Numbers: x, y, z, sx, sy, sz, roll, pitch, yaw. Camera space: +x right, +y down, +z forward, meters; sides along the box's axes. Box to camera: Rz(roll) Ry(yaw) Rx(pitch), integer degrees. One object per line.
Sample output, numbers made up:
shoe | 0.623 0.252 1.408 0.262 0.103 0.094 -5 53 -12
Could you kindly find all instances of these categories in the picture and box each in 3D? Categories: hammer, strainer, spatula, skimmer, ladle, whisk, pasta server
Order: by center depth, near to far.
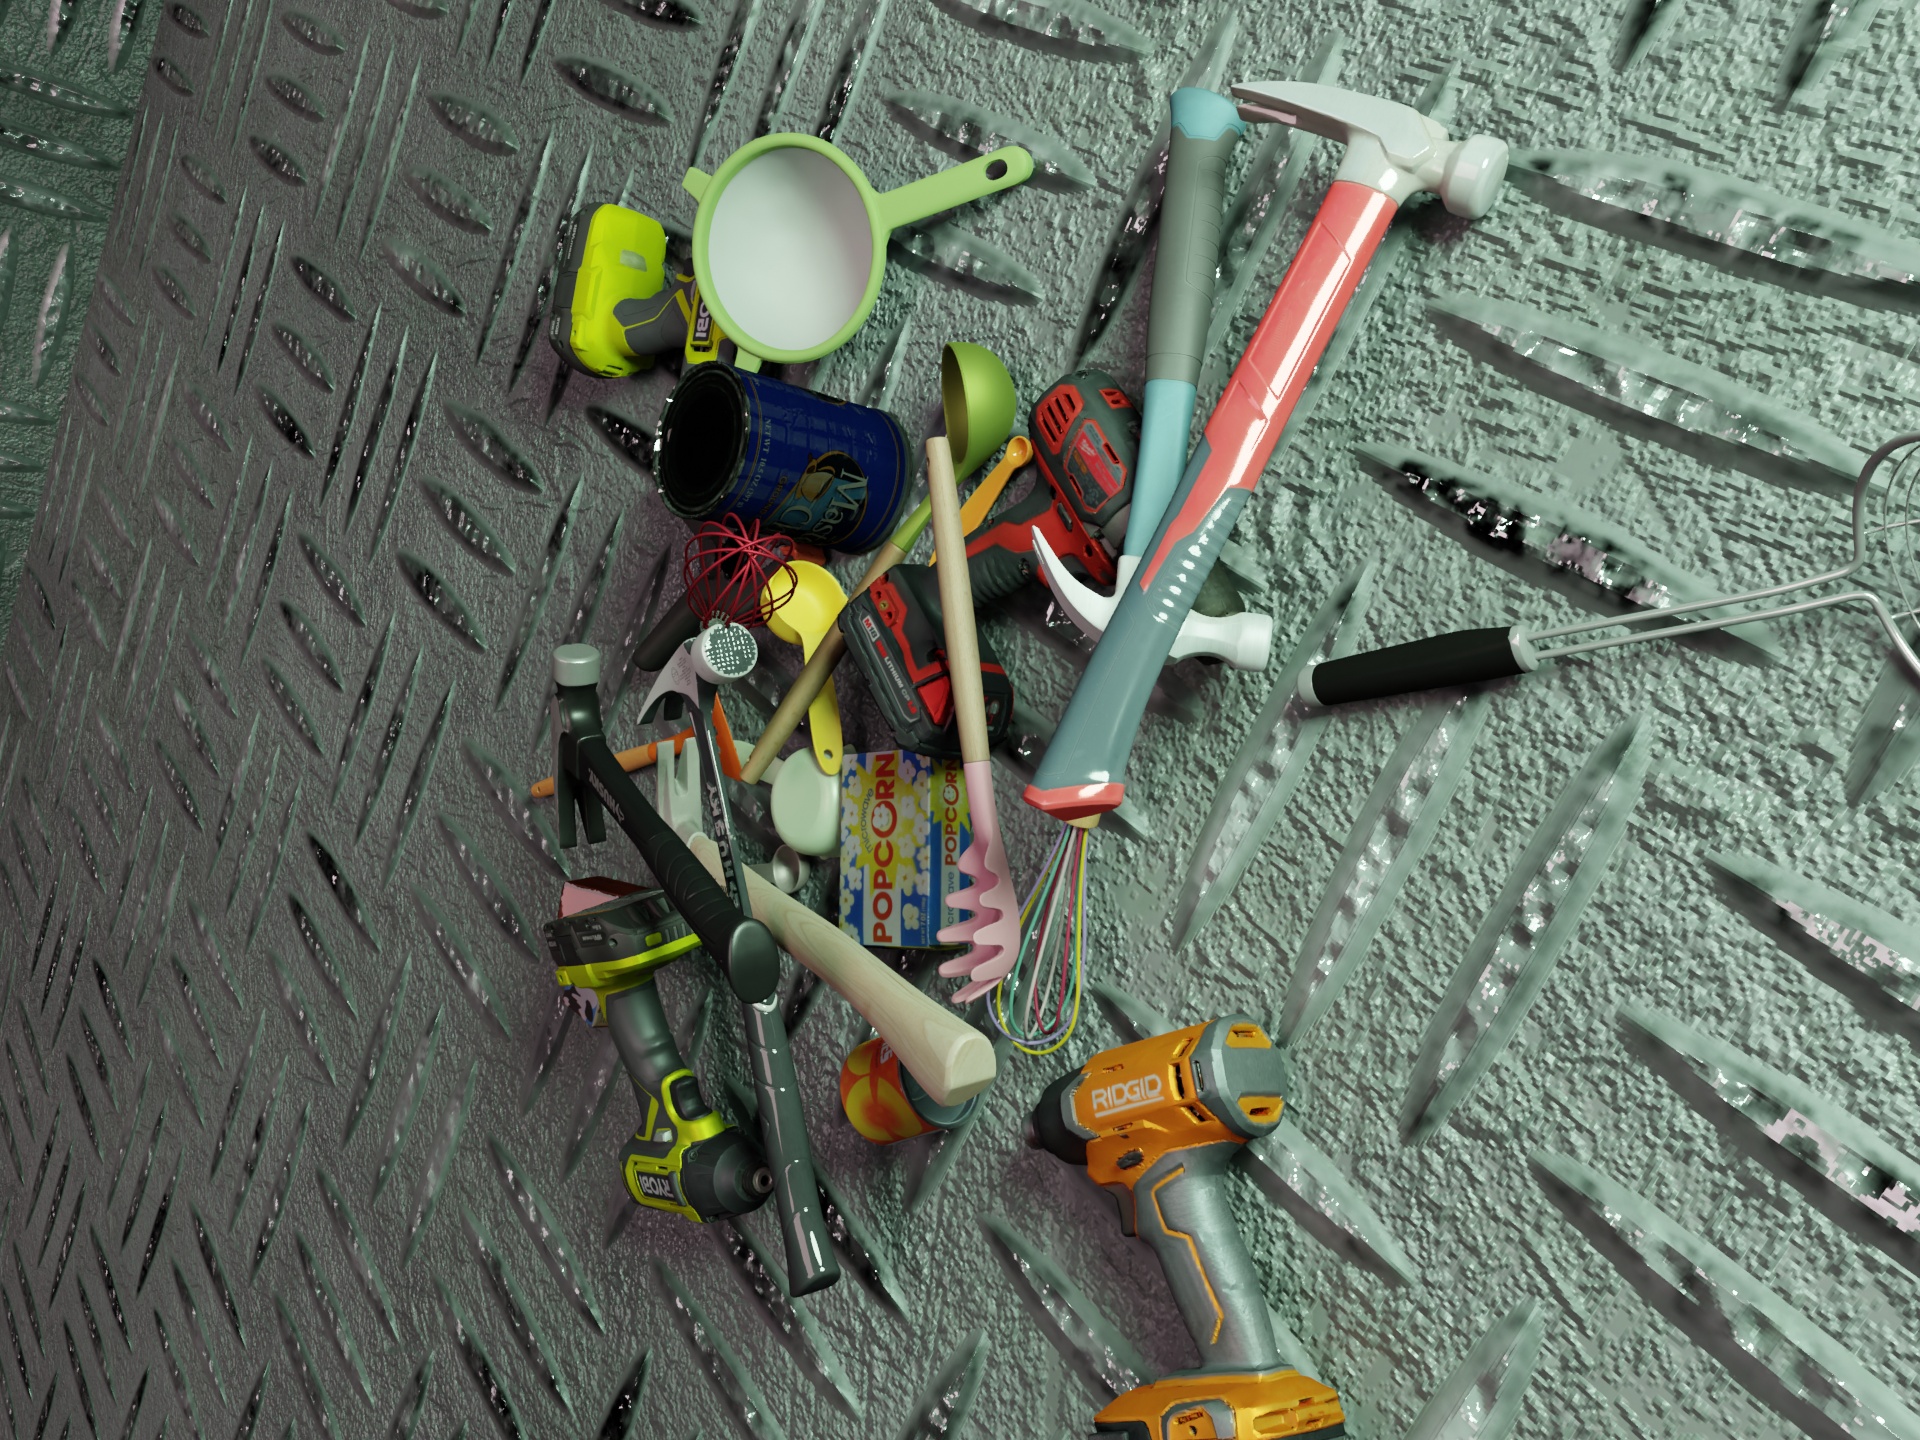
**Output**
skimmer | 0.282 -0.030 0.667 0.363 0.090 0.127 -11 108 46
hammer | 0.118 -0.132 0.786 0.143 0.038 0.386 27 88 24
hammer | 0.116 -0.191 0.853 0.128 0.033 0.331 7 75 6
whisk | 0.064 0.077 0.881 0.047 0.051 0.245 40 122 56
pasta server | -0.001 -0.003 0.889 0.060 0.040 0.316 162 102 -69
hammer | -0.133 0.152 0.991 0.149 0.036 0.409 -21 79 59
hammer | -0.102 0.125 1.001 0.411 0.038 0.146 23 117 55
hammer | -0.197 0.079 1.014 0.335 0.035 0.146 39 130 49
ladle | -0.064 -0.095 1.016 0.320 0.062 0.078 -56 23 12
whisk | -0.164 -0.070 1.079 0.296 0.073 0.073 137 129 -68
strainer | -0.060 -0.335 1.082 0.256 0.069 0.151 -12 96 25
spatula | -0.260 0.031 1.246 0.322 0.041 0.081 -16 93 45

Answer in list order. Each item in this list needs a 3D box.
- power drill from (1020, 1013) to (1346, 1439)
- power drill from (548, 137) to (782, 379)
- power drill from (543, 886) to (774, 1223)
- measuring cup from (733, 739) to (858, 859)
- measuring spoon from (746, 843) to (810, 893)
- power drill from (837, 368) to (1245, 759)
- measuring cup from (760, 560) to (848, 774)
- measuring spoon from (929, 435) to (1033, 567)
power drill | 0.104 0.280 0.818 0.164 0.084 0.227 -27 62 41
power drill | -0.216 -0.345 1.228 0.229 0.080 0.190 14 95 43
power drill | -0.199 0.231 1.091 0.171 0.080 0.223 -16 92 53
measuring cup | -0.128 0.042 1.111 0.168 0.038 0.083 22 101 43
measuring spoon | -0.142 0.112 1.139 0.124 0.018 0.034 -19 75 50
power drill | 0.050 -0.066 0.921 0.226 0.080 0.188 -42 64 29
measuring cup | -0.103 -0.033 1.081 0.029 0.062 0.157 -37 57 54
measuring spoon | 0.013 -0.134 1.015 0.117 0.011 0.021 -52 52 32
